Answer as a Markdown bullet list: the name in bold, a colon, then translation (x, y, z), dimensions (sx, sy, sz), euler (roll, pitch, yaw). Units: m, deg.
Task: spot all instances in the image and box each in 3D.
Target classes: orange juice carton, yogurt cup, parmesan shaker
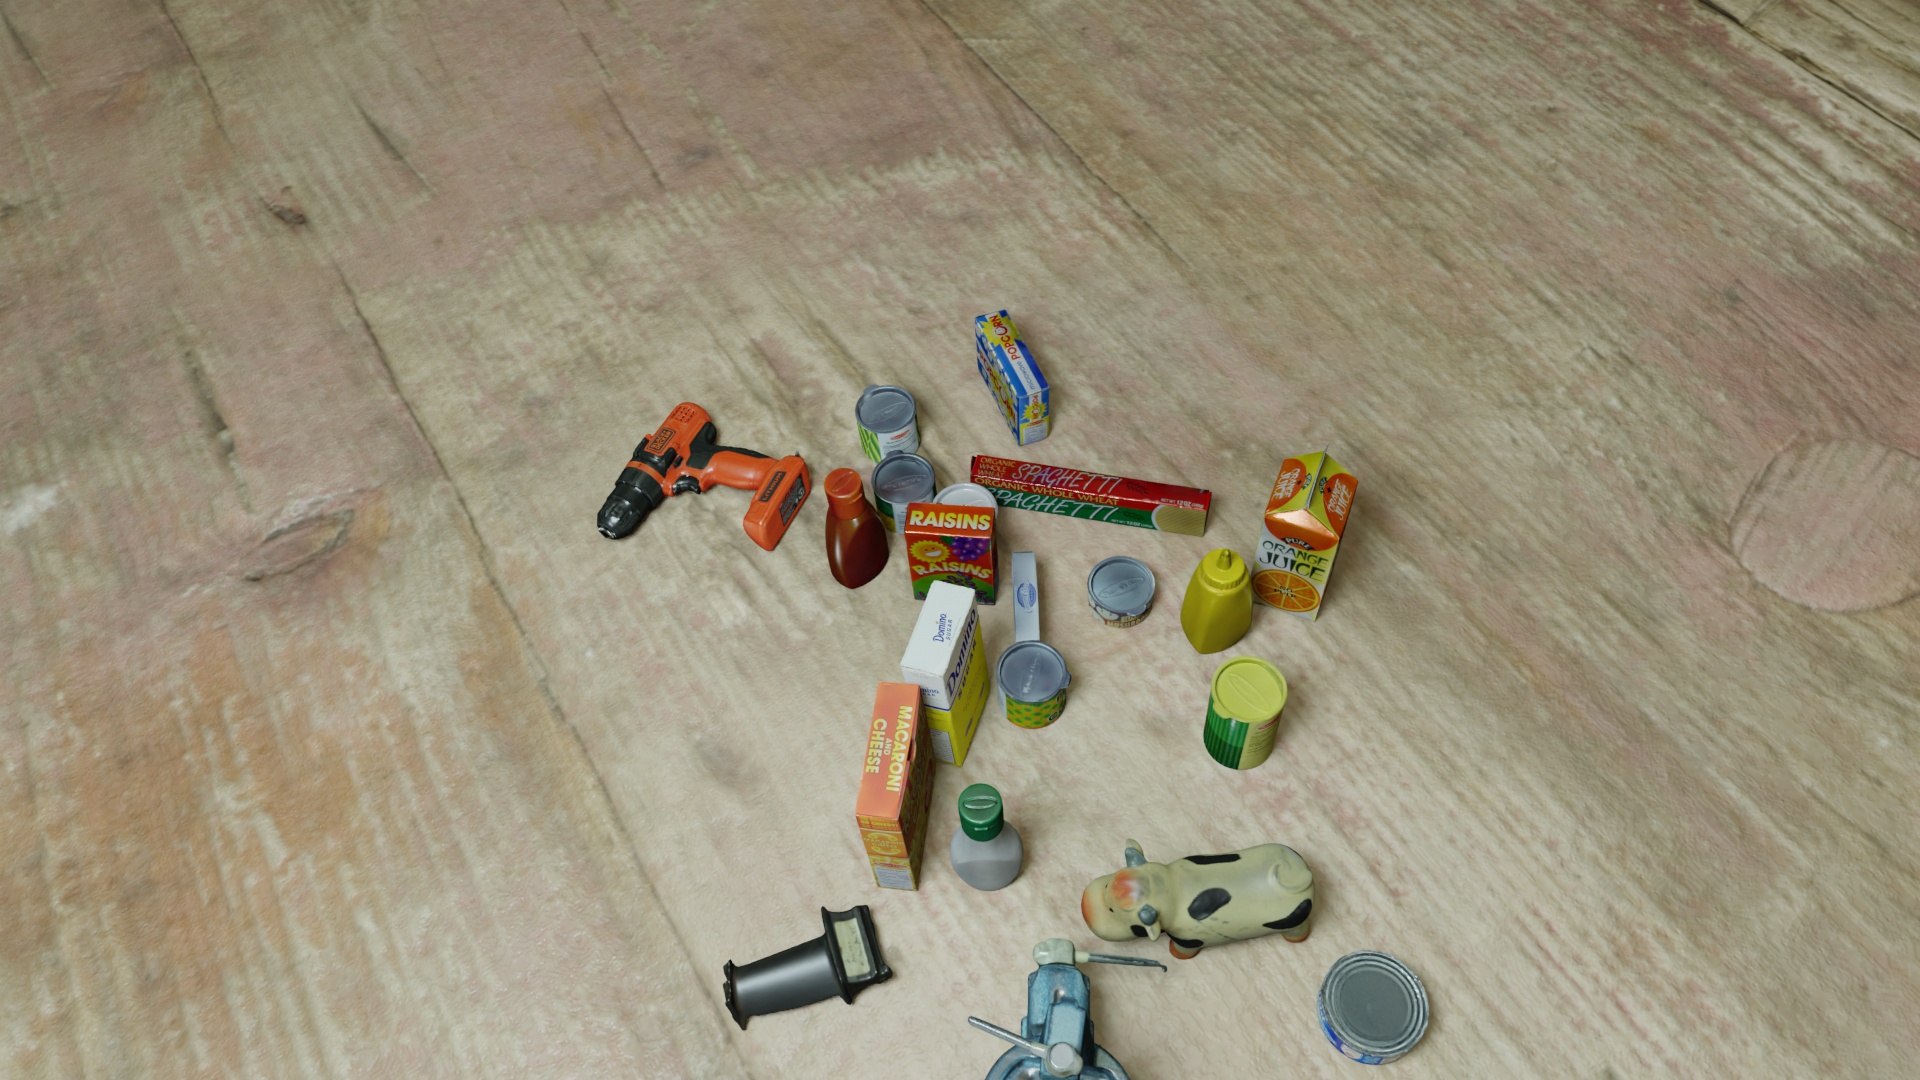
- **orange juice carton**: translation (0.324, -0.009, 1.314), dimensions (0.073, 0.191, 0.072), euler (18, 59, 16)
- **yogurt cup**: translation (0.005, -0.018, 1.425), dimensions (0.072, 0.053, 0.073), euler (-2, 56, 3)
- **parmesan shaker**: translation (0.254, 0.159, 1.258), dimensions (0.071, 0.102, 0.071), euler (-2, 56, 3)

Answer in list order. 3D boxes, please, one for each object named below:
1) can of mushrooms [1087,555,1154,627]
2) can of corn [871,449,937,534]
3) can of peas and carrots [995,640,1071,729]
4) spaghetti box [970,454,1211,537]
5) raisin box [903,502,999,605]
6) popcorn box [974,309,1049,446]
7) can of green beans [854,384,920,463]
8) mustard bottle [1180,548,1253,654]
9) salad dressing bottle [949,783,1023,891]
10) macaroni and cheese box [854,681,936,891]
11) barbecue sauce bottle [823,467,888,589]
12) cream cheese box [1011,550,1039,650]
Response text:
- **can of mushrooms**: translation (0.160, 0.053, 1.378), dimensions (0.071, 0.033, 0.071), euler (-2, 56, 3)
- **can of corn**: translation (-0.058, -0.050, 1.448), dimensions (0.071, 0.058, 0.071), euler (-2, 56, 3)
- **can of peas and carrots**: translation (0.070, 0.137, 1.312), dimensions (0.071, 0.058, 0.071), euler (-2, 56, 3)
- **spaghetti box**: translation (0.132, -0.047, 1.438), dimensions (0.250, 0.050, 0.029), euler (9, 57, 10)
- **raisin box**: translation (-0.007, 0.013, 1.362), dimensions (0.086, 0.122, 0.040), euler (4, 57, 7)
- **popcorn box**: translation (0.056, -0.177, 1.510), dimensions (0.038, 0.084, 0.127), euler (-19, 57, -9)
- **can of green beans**: translation (-0.078, -0.124, 1.500), dimensions (0.071, 0.057, 0.071), euler (-2, 56, 3)
- **mustard bottle**: translation (0.243, 0.049, 1.300), dimensions (0.065, 0.159, 0.049), euler (-21, 57, -10)
- **salad dressing bottle**: translation (0.021, 0.253, 1.184), dimensions (0.064, 0.147, 0.044), euler (-3, 56, 2)
- **macaroni and cheese box**: translation (-0.053, 0.215, 1.203), dimensions (0.040, 0.165, 0.124), euler (4, 57, 7)
- **barbecue sauce bottle**: translation (-0.107, -0.014, 1.373), dimensions (0.044, 0.147, 0.065), euler (37, 66, 25)
- **cream cheese box**: translation (0.064, 0.068, 1.363), dimensions (0.024, 0.053, 0.104), euler (-3, 56, 2)
